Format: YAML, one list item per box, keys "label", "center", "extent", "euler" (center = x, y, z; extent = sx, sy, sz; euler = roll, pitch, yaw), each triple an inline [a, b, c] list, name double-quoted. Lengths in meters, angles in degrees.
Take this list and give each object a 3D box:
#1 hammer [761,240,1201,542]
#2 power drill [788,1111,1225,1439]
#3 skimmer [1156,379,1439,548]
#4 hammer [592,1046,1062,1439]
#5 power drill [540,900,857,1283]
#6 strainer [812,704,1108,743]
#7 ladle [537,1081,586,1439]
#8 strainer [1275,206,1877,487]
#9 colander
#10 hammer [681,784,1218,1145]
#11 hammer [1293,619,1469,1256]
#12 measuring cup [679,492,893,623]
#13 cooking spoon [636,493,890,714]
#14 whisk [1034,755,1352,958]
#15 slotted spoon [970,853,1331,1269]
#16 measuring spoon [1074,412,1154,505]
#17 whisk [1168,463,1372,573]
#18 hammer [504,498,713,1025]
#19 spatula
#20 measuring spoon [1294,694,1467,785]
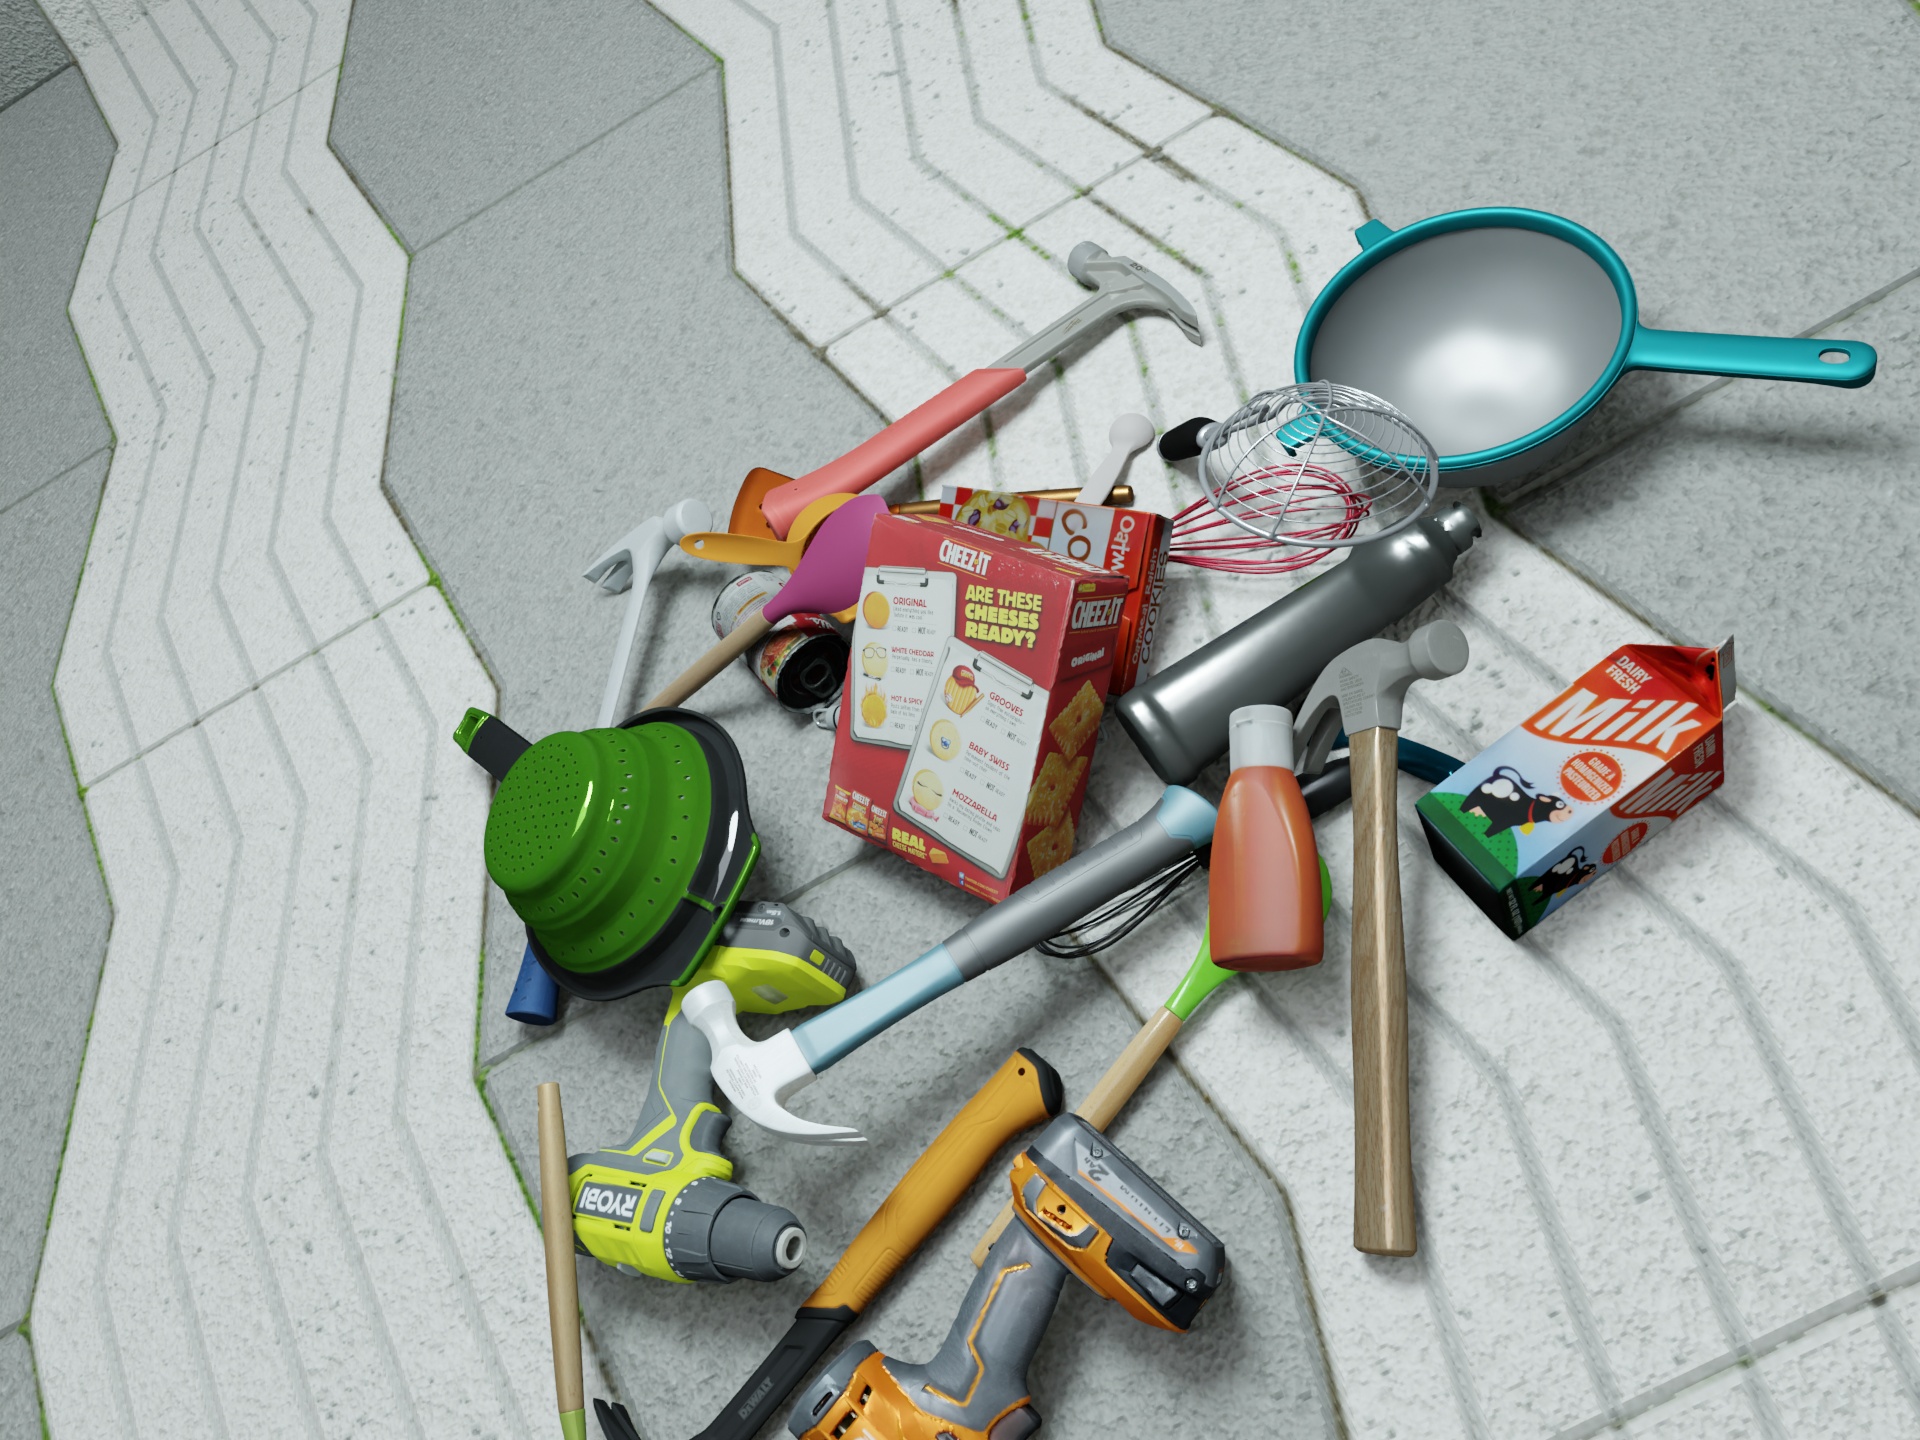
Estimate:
- label: "hammer"
  center: [0.007, -0.242, 1.224]
  extent: [0.359, 0.036, 0.149]
  euler: [-35, 51, -8]
- label: "power drill"
  center: [0.039, 0.340, 0.834]
  extent: [0.164, 0.084, 0.226]
  euler: [39, 85, 21]
- label: "skimmer"
  center: [0.179, -0.153, 0.990]
  extent: [0.127, 0.363, 0.090]
  euler: [-13, 97, -5]
- label: "hammer"
  center: [-0.066, 0.323, 0.930]
  extent: [0.337, 0.034, 0.127]
  euler: [-48, 53, -8]
- label: "power drill"
  center: [-0.148, 0.231, 0.984]
  extent: [0.190, 0.080, 0.229]
  euler: [-4, 58, 37]
- label: "strainer"
  center: [-0.002, -0.003, 1.095]
  extent: [0.258, 0.086, 0.050]
  euler: [0, 28, 35]
- label: "ladle"
  center: [-0.239, 0.372, 0.917]
  extent: [0.062, 0.078, 0.320]
  euler: [-1, 69, -24]
- label: "strainer"
  center: [0.387, -0.215, 1.013]
  extent: [0.340, 0.095, 0.211]
  euler: [12, 68, 30]
- label: "colander"
  center: [-0.293, 0.048, 1.099]
  extent: [0.397, 0.094, 0.204]
  euler: [25, 86, 47]
- label: "hammer"
  center: [0.007, 0.133, 0.930]
  extent: [0.331, 0.033, 0.128]
  euler: [-30, 62, -6]
- label: "hammer"
  center: [0.226, 0.118, 0.869]
  extent: [0.130, 0.031, 0.331]
  euler: [-26, 58, 60]
- label: "measuring cup"
  center: [-0.124, -0.127, 1.163]
  extent: [0.052, 0.173, 0.095]
  euler: [-135, 53, -60]
- label: "cooking spoon"
  center: [-0.151, -0.063, 1.137]
  extent: [0.319, 0.017, 0.069]
  euler: [-35, 65, 38]
- label: "whisk"
  center: [0.145, 0.081, 0.973]
  extent: [0.239, 0.055, 0.055]
  euler: [-28, 52, 3]
- label: "slotted spoon"
  center: [0.110, 0.193, 0.926]
  extent: [0.070, 0.031, 0.314]
  euler: [39, 84, 6]
- label: "measuring spoon"
  center: [0.107, -0.187, 1.161]
  extent: [0.034, 0.018, 0.124]
  euler: [12, 51, 27]
- label: "whisk"
  center: [0.137, -0.123, 1.099]
  extent: [0.296, 0.073, 0.073]
  euler: [-9, 57, 28]
- label: "hammer"
  center: [-0.277, 0.027, 1.200]
  extent: [0.144, 0.035, 0.406]
  euler: [-18, 55, 46]
- label: "spatula"
  center: [-0.026, -0.166, 1.216]
  extent: [0.323, 0.041, 0.081]
  euler: [-2, 58, 24]
- label: "measuring spoon"
  center: [0.260, 0.012, 0.975]
  extent: [0.129, 0.021, 0.042]
  euler: [27, 74, 37]
